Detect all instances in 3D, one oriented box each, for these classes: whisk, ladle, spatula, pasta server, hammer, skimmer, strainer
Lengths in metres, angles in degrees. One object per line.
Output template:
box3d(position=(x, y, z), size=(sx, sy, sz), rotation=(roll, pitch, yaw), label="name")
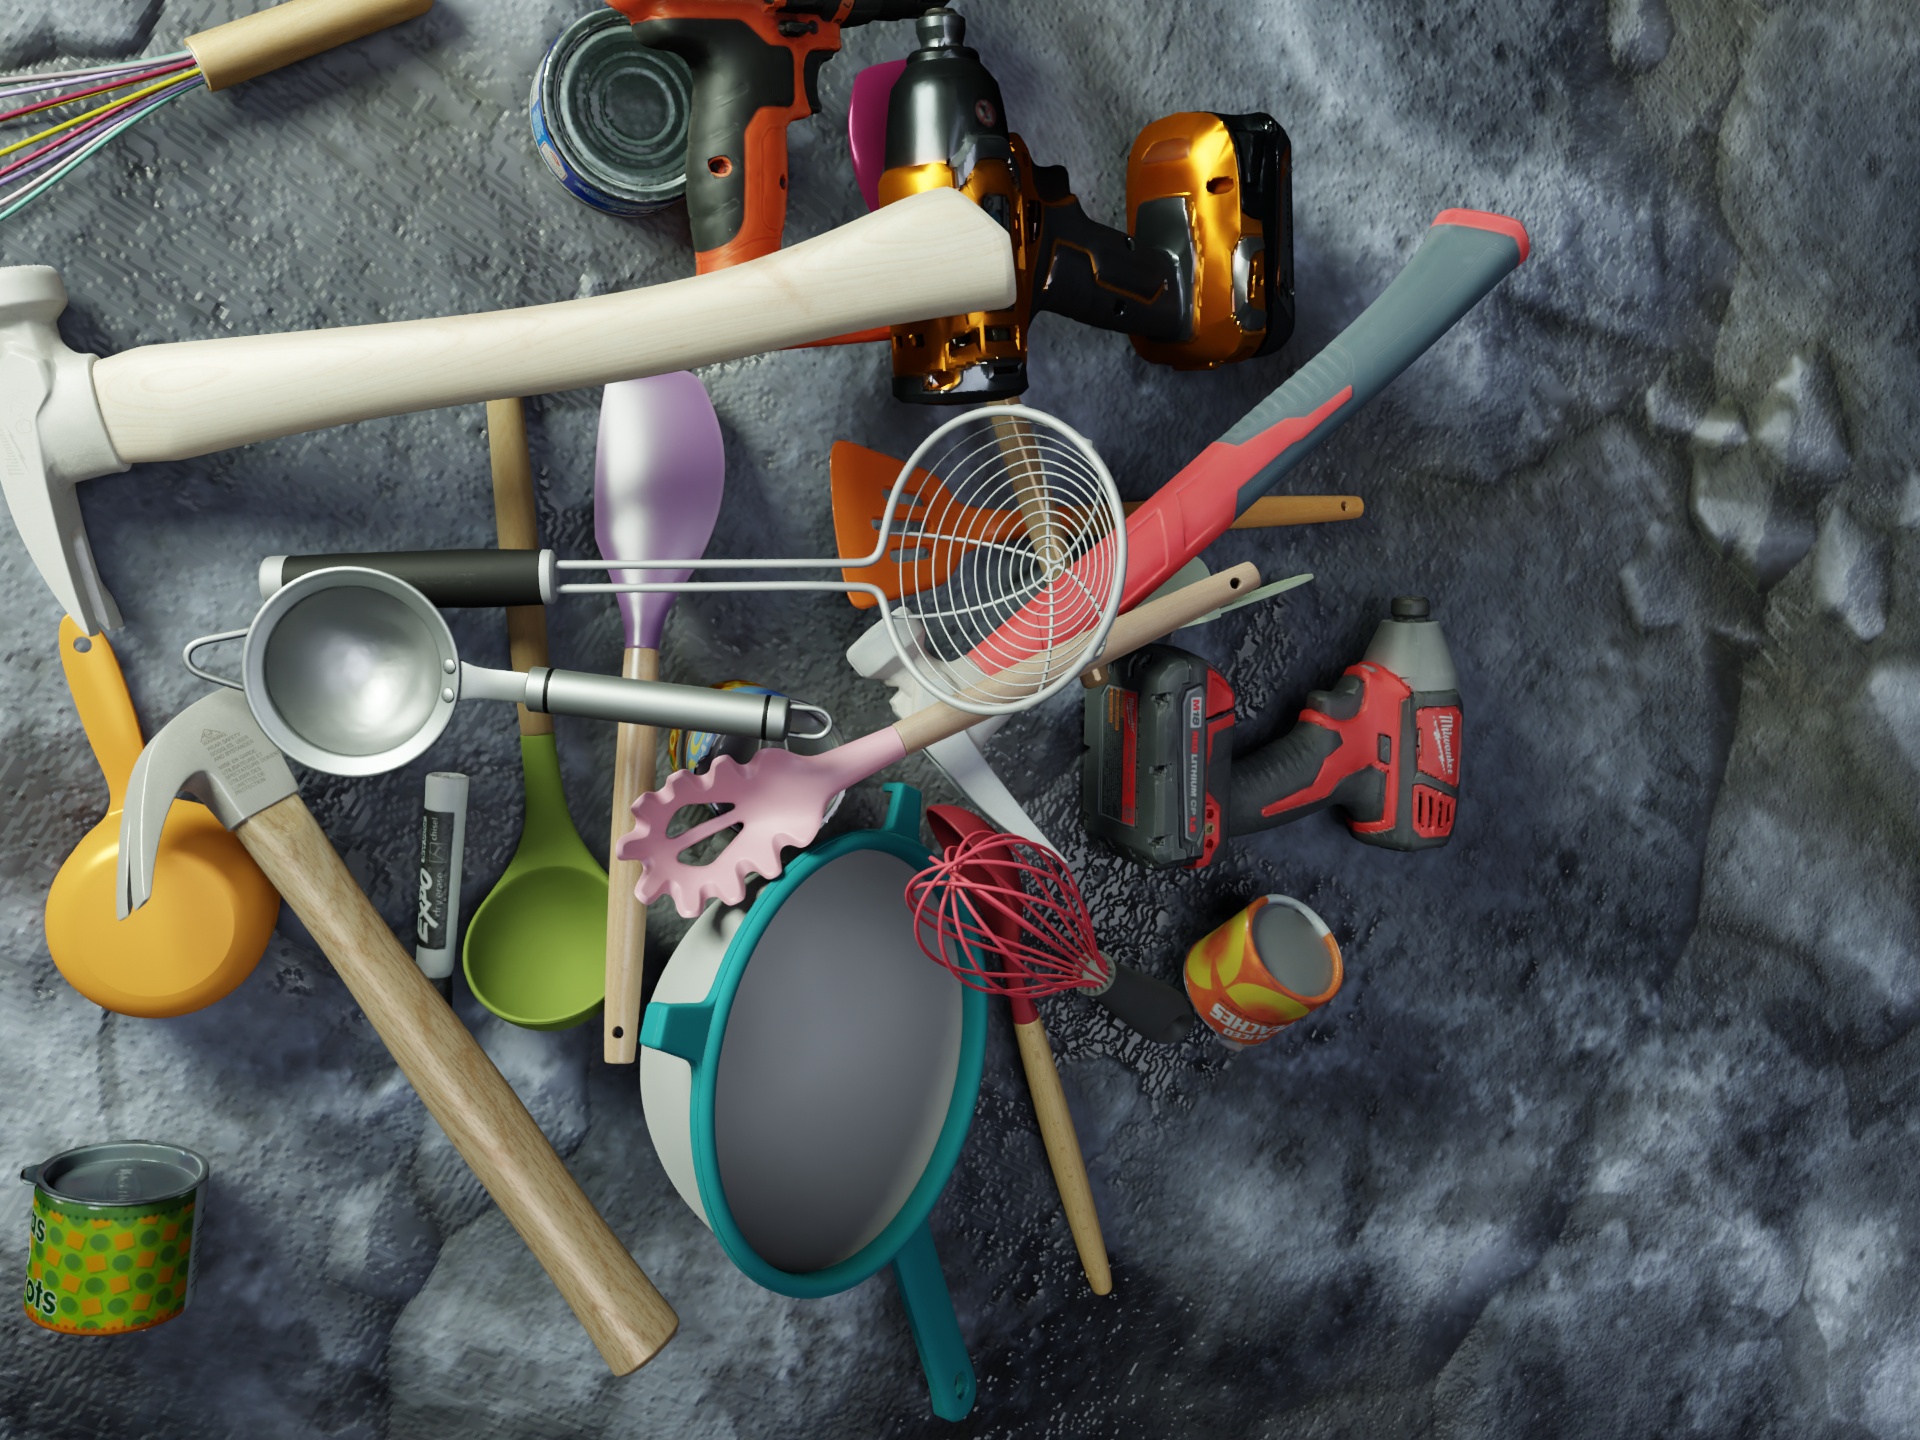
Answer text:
box3d(position=(-0.324, -0.251, 0.634), size=(0.245, 0.047, 0.051), rotation=(-31, 107, -19), label="whisk")
box3d(position=(0.041, 0.180, 0.845), size=(0.031, 0.069, 0.315), rotation=(-23, 112, -18), label="ladle")
box3d(position=(0.080, -0.106, 0.824), size=(0.322, 0.041, 0.081), rotation=(-6, 88, -23), label="spatula")
box3d(position=(0.059, 0.118, 0.777), size=(0.073, 0.073, 0.295), rotation=(-58, 145, -6), label="whisk")
box3d(position=(-0.143, -0.006, 0.716), size=(0.060, 0.018, 0.316), rotation=(3, 83, -1), label="spatula")
box3d(position=(-0.001, -0.002, 0.700), size=(0.316, 0.040, 0.060), rotation=(-25, 96, -12), label="pasta server")
box3d(position=(-0.195, -0.019, 0.714), size=(0.078, 0.062, 0.320), rotation=(-4, 97, -4), label="ladle")
box3d(position=(-0.180, -0.140, 0.644), size=(0.410, 0.038, 0.146), rotation=(-10, 103, -1), label="hammer")
box3d(position=(0.136, -0.102, 0.766), size=(0.386, 0.038, 0.143), rotation=(-41, 96, -6), label="hammer")
box3d(position=(-0.224, 0.133, 0.662), size=(0.331, 0.031, 0.130), rotation=(57, 43, -5), label="hammer")
box3d(position=(-0.116, -0.064, 0.656), size=(0.363, 0.090, 0.127), rotation=(-1, 90, -1), label="skimmer")
box3d(position=(-0.181, -0.012, 0.658), size=(0.258, 0.050, 0.087), rotation=(7, 97, -1), label="strainer")
box3d(position=(-0.067, 0.208, 0.776), size=(0.211, 0.095, 0.340), rotation=(-43, 128, -45), label="strainer")

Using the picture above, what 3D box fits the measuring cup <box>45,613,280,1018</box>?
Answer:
box3d(position=(-0.343, 0.041, 0.658), size=(0.095, 0.052, 0.173), rotation=(-16, 104, -17), label="measuring cup")

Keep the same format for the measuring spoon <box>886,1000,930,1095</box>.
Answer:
box3d(position=(-0.034, 0.202, 0.838), size=(0.021, 0.011, 0.117), rotation=(11, 97, -25), label="measuring spoon")

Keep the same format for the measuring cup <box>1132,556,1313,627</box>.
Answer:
box3d(position=(0.128, -0.074, 0.843), size=(0.167, 0.083, 0.038), rotation=(-18, 96, -35), label="measuring cup")

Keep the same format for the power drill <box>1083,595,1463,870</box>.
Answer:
box3d(position=(0.180, 0.006, 0.865), size=(0.219, 0.079, 0.143), rotation=(-4, 100, -25), label="power drill")

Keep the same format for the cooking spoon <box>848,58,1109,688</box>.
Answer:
box3d(position=(0.017, -0.168, 0.776), size=(0.068, 0.017, 0.319), rotation=(-20, 94, -19), label="cooking spoon")

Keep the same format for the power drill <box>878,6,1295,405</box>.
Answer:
box3d(position=(0.058, -0.236, 0.740), size=(0.226, 0.084, 0.164), rotation=(-15, 107, -39), label="power drill")
